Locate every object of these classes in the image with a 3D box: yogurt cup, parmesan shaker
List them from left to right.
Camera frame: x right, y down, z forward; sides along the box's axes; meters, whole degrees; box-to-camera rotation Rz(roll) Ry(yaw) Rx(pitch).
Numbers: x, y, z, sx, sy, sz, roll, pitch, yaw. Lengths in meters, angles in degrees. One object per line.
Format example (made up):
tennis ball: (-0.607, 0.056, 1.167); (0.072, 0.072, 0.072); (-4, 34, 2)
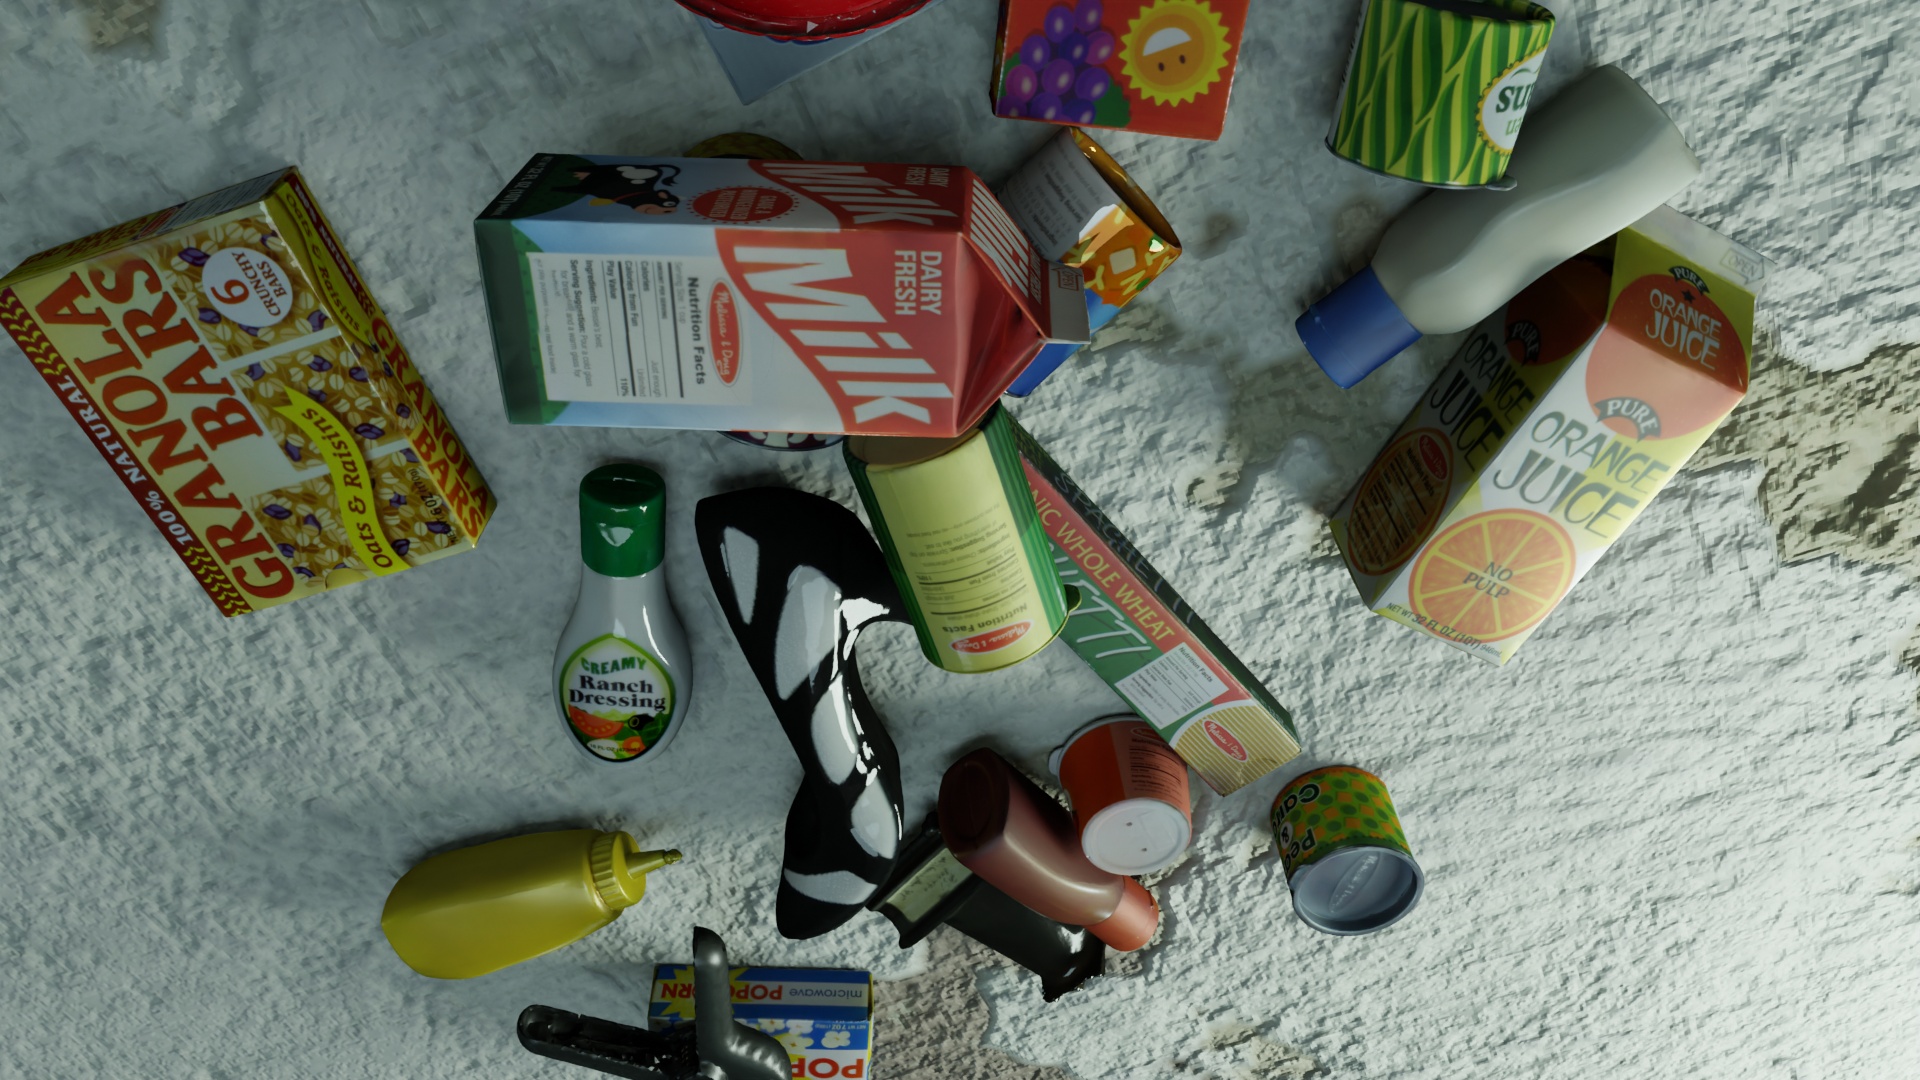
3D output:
parmesan shaker: (0.002, -0.007, 0.561); (0.071, 0.071, 0.102); (-15, 122, 8)
yogurt cup: (0.085, 0.130, 0.698); (0.072, 0.054, 0.072); (-1, 124, -2)

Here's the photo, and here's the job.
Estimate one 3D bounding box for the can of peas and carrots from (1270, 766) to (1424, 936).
can of peas and carrots: (0.196, 0.160, 0.719); (0.071, 0.059, 0.070); (-1, 123, -1)

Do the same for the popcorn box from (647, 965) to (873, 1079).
popcorn box: (-0.115, 0.290, 0.807); (0.127, 0.038, 0.084); (3, 123, -4)

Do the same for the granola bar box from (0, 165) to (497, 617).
granola bar box: (-0.289, -0.054, 0.572); (0.124, 0.039, 0.164); (-15, 123, 9)

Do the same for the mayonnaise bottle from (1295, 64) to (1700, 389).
mayonnaise bottle: (0.200, -0.116, 0.536); (0.147, 0.065, 0.041); (-37, 121, 25)

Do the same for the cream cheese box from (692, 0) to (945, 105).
cream cheese box: (-0.045, -0.202, 0.490); (0.103, 0.024, 0.053); (-23, 122, 13)

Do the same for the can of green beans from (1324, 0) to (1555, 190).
can of green beans: (0.171, -0.165, 0.497); (0.071, 0.071, 0.057); (5, 123, -5)

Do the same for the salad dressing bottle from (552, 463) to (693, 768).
salad dressing bottle: (-0.154, 0.036, 0.633); (0.064, 0.044, 0.146); (6, 123, -4)

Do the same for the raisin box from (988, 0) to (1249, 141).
raisin box: (0.059, -0.208, 0.482); (0.086, 0.040, 0.122); (4, 122, -5)

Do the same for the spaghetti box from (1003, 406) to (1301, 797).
spaghetti box: (0.072, 0.032, 0.647); (0.050, 0.029, 0.249); (-35, 118, 20)

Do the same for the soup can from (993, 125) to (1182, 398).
soup can: (0.034, -0.105, 0.534); (0.071, 0.072, 0.083); (39, 114, -24)

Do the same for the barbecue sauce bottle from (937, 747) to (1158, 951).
barbecue sauce bottle: (0.050, 0.167, 0.719); (0.043, 0.065, 0.148); (-34, 127, 19)

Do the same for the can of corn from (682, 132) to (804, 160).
can of corn: (-0.081, -0.115, 0.527); (0.071, 0.058, 0.070); (-1, 124, -1)

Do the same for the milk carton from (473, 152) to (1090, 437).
milk carton: (-0.053, -0.083, 0.466); (0.191, 0.073, 0.073); (2, 122, 1)

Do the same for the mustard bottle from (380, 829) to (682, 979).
mustard bottle: (-0.217, 0.184, 0.727); (0.160, 0.049, 0.065); (-16, 123, 8)

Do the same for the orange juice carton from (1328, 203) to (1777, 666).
orange juice carton: (0.243, -0.047, 0.574); (0.072, 0.073, 0.191); (22, 120, -16)

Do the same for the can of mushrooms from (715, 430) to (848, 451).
can of mushrooms: (-0.075, -0.066, 0.555); (0.071, 0.071, 0.033); (9, 123, -8)
